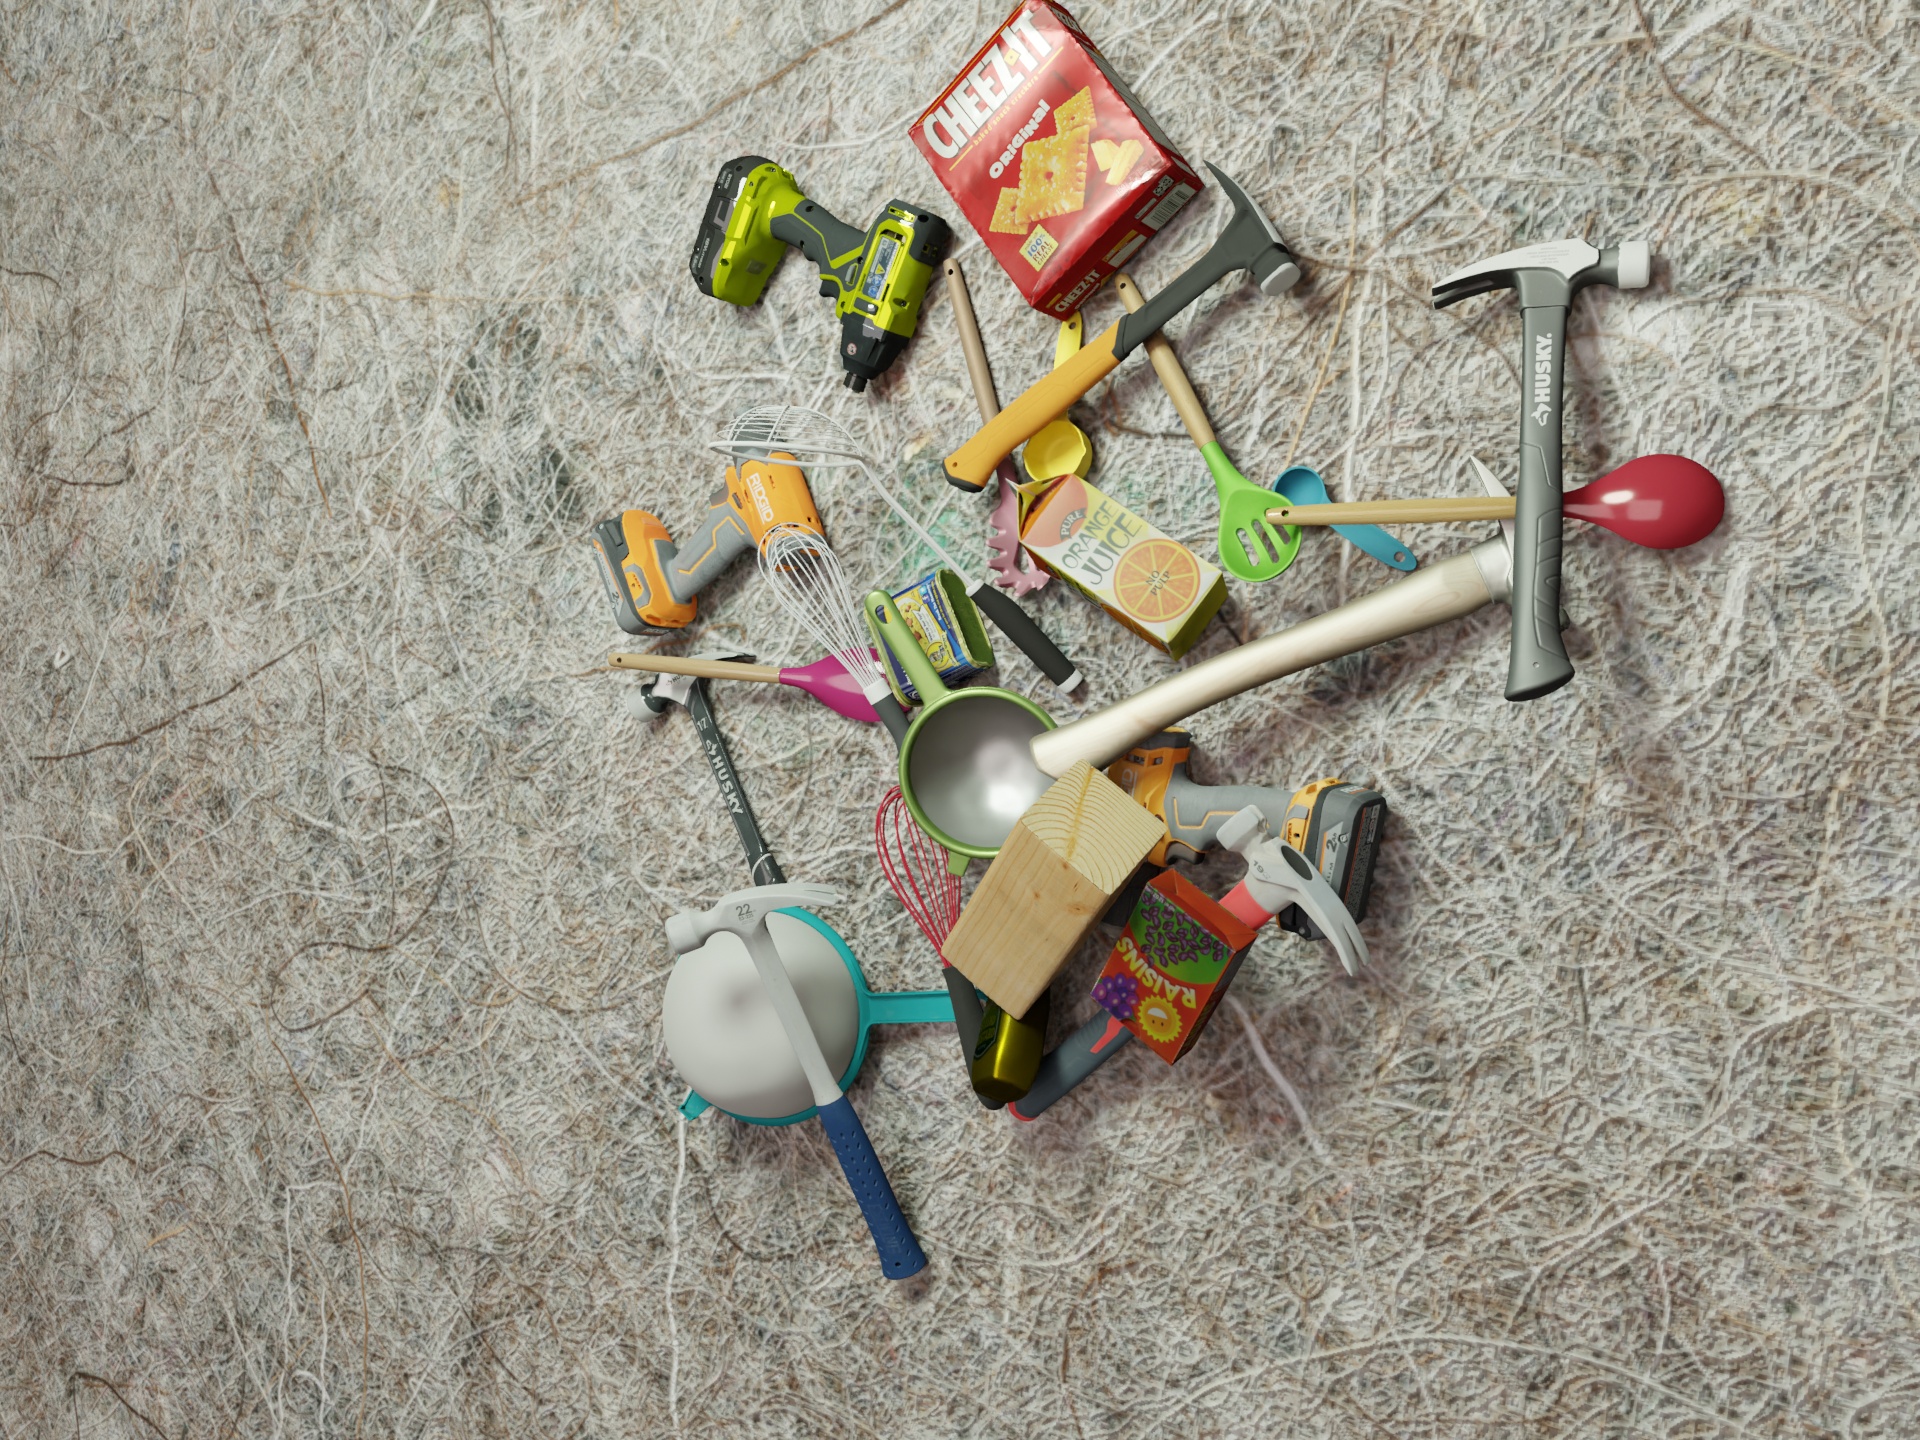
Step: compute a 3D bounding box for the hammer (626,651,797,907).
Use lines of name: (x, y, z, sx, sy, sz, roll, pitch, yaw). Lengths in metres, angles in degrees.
hammer: (-0.195, 0.121, 1.541, 0.149, 0.036, 0.409, -31, 77, 27)

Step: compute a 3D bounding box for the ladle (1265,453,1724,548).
ladle: (0.380, -0.154, 1.148, 0.315, 0.031, 0.069, 0, 81, 19)

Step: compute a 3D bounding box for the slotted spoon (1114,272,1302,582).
slotted spoon: (0.191, -0.240, 1.275, 0.070, 0.031, 0.314, -33, 65, 23)

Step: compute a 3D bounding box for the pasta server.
pasta server: (0.027, -0.259, 1.392, 0.060, 0.040, 0.316, -17, 82, 18)

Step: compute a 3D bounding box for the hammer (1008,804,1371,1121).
hammer: (0.159, 0.233, 1.273, 0.143, 0.038, 0.386, 52, 130, 16)

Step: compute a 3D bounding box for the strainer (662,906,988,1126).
strainer: (-0.136, 0.269, 1.441, 0.340, 0.095, 0.211, -6, 87, 20)

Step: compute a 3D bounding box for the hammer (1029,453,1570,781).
hammer: (0.239, -0.057, 1.222, 0.410, 0.038, 0.146, -23, 78, 16)

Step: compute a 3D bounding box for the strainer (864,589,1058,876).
strainer: (-0.002, -0.004, 1.375, 0.151, 0.069, 0.256, -32, 92, 15)

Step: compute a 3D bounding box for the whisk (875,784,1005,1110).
whisk: (-0.012, 0.197, 1.397, 0.073, 0.073, 0.296, -23, 79, 30)

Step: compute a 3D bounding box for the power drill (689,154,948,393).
power drill: (-0.134, -0.414, 1.463, 0.223, 0.080, 0.171, 29, 106, 24)

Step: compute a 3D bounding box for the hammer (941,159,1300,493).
hammer: (0.112, -0.305, 1.307, 0.337, 0.034, 0.127, -37, 63, 24)

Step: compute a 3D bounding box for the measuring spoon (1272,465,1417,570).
measuring spoon: (0.303, -0.155, 1.245, 0.129, 0.021, 0.042, 36, 110, 15)

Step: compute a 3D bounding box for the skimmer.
skimmer: (-0.051, -0.134, 1.342, 0.363, 0.127, 0.090, 44, 87, -8)

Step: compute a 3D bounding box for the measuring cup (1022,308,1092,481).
measuring cup: (0.093, -0.274, 1.365, 0.062, 0.029, 0.156, 4, 82, 32)

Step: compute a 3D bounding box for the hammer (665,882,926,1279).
hammer: (-0.114, 0.323, 1.401, 0.144, 0.035, 0.405, -20, 109, 3)

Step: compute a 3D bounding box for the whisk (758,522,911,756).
whisk: (-0.091, -0.054, 1.435, 0.070, 0.070, 0.284, -31, 93, 28)

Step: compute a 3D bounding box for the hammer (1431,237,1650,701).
hammer: (0.400, -0.177, 1.113, 0.146, 0.035, 0.335, 2, 77, 21)

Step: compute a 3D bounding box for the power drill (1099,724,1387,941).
power drill: (0.209, 0.110, 1.273, 0.226, 0.084, 0.185, 16, 102, 34)

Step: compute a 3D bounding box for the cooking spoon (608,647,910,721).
cooking spoon: (-0.193, -0.044, 1.510, 0.319, 0.017, 0.069, 6, 93, 19)

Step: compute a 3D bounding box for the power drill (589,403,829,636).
power drill: (-0.246, -0.192, 1.536, 0.226, 0.084, 0.164, -25, 78, 25)
